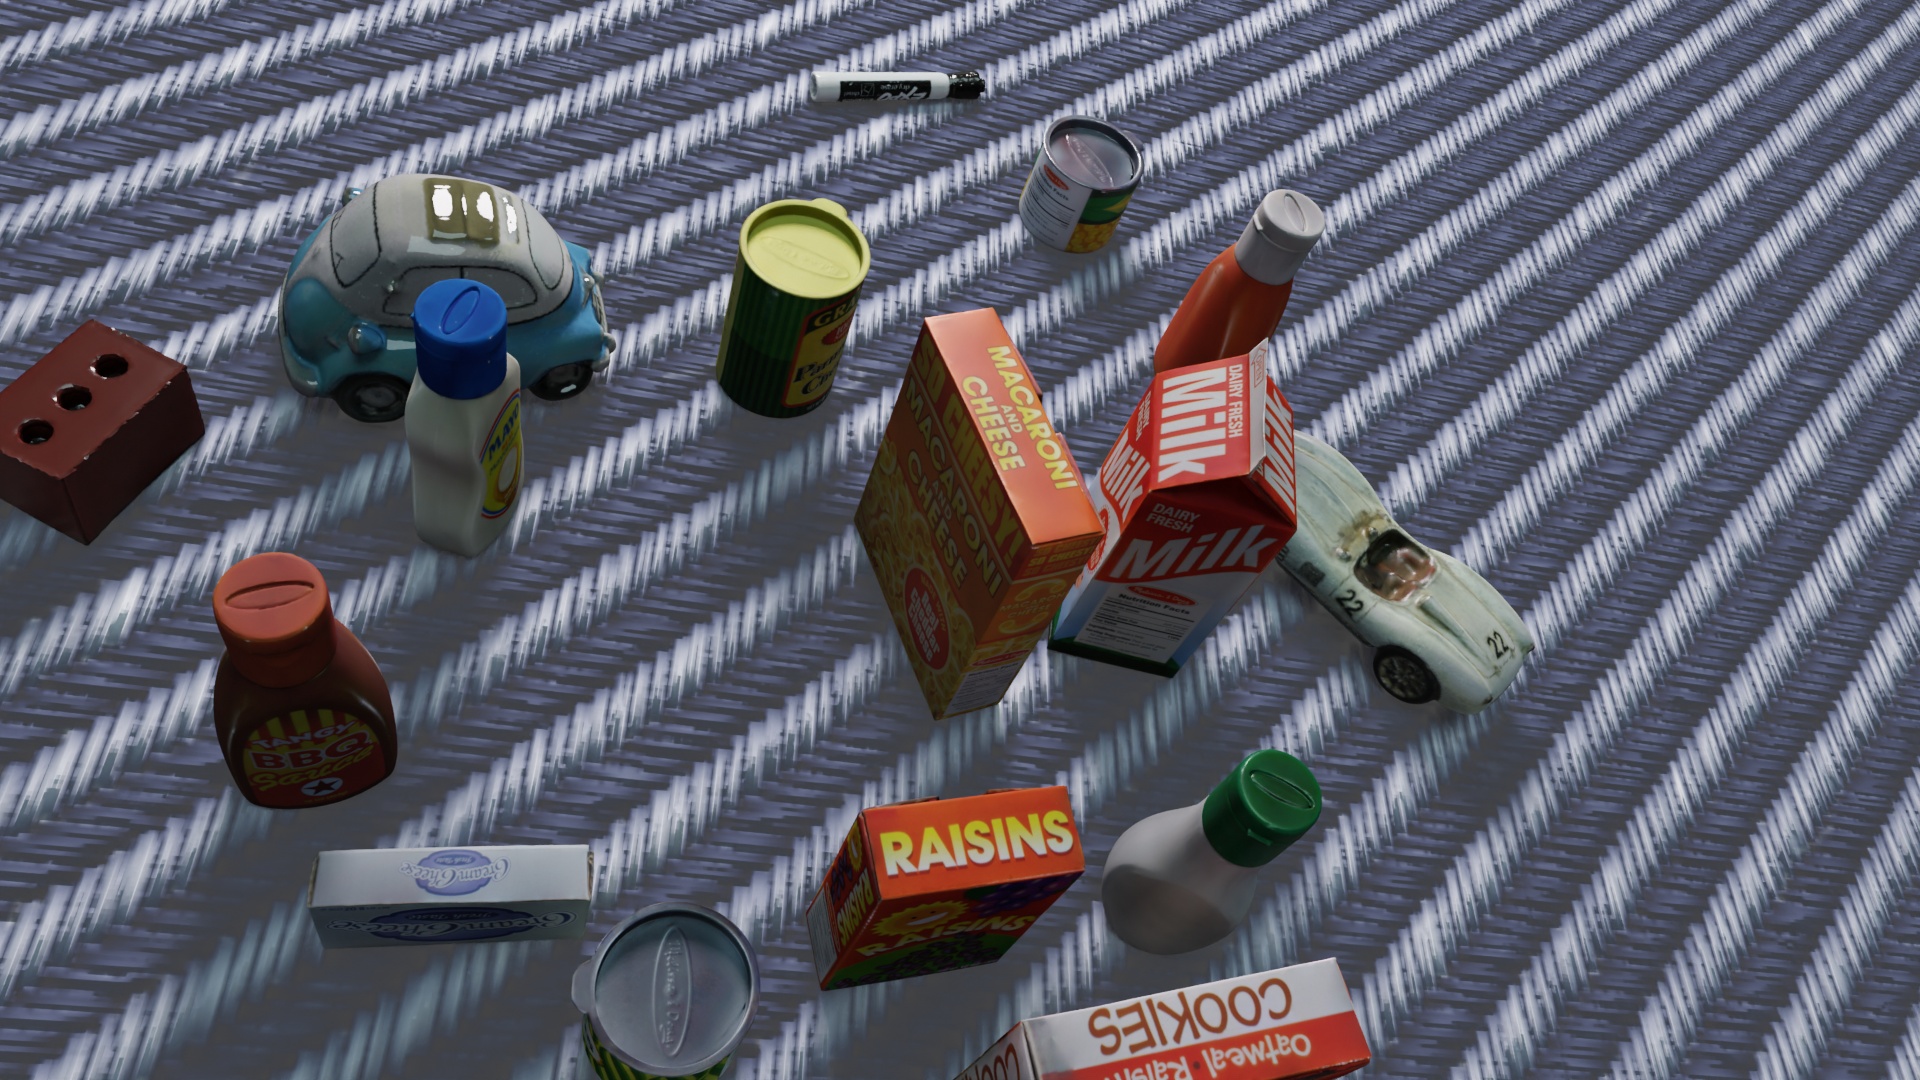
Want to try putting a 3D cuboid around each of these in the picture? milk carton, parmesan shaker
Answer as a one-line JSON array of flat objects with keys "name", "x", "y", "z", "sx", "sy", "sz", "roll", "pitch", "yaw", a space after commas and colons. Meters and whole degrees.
[{"name": "milk carton", "x": 0.107, "y": -0.013, "z": 0.673, "sx": 0.073, "sy": 0.189, "sz": 0.073, "roll": 14, "pitch": 55, "yaw": -8}, {"name": "parmesan shaker", "x": -0.089, "y": -0.122, "z": 0.736, "sx": 0.071, "sy": 0.102, "sz": 0.071, "roll": 8, "pitch": 56, "yaw": -12}]

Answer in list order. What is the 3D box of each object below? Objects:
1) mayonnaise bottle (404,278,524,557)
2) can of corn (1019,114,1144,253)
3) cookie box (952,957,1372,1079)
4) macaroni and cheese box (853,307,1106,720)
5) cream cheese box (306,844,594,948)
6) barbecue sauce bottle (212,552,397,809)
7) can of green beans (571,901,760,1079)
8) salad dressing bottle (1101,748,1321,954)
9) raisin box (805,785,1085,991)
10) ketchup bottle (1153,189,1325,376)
[{"name": "mayonnaise bottle", "x": -0.222, "y": -0.054, "z": 0.623, "sx": 0.041, "sy": 0.147, "sz": 0.065, "roll": 21, "pitch": 54, "yaw": -4}, {"name": "can of corn", "x": 0.078, "y": -0.227, "z": 0.886, "sx": 0.071, "sy": 0.058, "sz": 0.071, "roll": 8, "pitch": 56, "yaw": -12}, {"name": "cookie box", "x": 0.060, "y": 0.210, "z": 0.527, "sx": 0.123, "sy": 0.166, "sz": 0.040, "roll": -5, "pitch": 60, "yaw": -20}, {"name": "macaroni and cheese box", "x": 0.002, "y": -0.008, "z": 0.652, "sx": 0.040, "sy": 0.165, "sz": 0.124, "roll": -12, "pitch": 62, "yaw": -24}, {"name": "cream cheese box", "x": -0.202, "y": 0.143, "z": 0.558, "sx": 0.104, "sy": 0.053, "sz": 0.024, "roll": 2, "pitch": 58, "yaw": -16}, {"name": "barbecue sauce bottle", "x": -0.257, "y": 0.057, "z": 0.538, "sx": 0.065, "sy": 0.147, "sz": 0.044, "roll": -11, "pitch": 62, "yaw": -23}, {"name": "can of green beans", "x": -0.117, "y": 0.185, "z": 0.554, "sx": 0.071, "sy": 0.057, "sz": 0.071, "roll": 8, "pitch": 56, "yaw": -12}, {"name": "salad dressing bottle", "x": 0.107, "y": 0.136, "z": 0.602, "sx": 0.064, "sy": 0.147, "sz": 0.044, "roll": 28, "pitch": 54, "yaw": 1}, {"name": "raisin box", "x": -0.010, "y": 0.145, "z": 0.574, "sx": 0.086, "sy": 0.122, "sz": 0.040, "roll": -3, "pitch": 59, "yaw": -19}, {"name": "ketchup bottle", "x": 0.158, "y": -0.135, "z": 0.795, "sx": 0.043, "sy": 0.148, "sz": 0.065, "roll": -1, "pitch": 59, "yaw": -18}]
